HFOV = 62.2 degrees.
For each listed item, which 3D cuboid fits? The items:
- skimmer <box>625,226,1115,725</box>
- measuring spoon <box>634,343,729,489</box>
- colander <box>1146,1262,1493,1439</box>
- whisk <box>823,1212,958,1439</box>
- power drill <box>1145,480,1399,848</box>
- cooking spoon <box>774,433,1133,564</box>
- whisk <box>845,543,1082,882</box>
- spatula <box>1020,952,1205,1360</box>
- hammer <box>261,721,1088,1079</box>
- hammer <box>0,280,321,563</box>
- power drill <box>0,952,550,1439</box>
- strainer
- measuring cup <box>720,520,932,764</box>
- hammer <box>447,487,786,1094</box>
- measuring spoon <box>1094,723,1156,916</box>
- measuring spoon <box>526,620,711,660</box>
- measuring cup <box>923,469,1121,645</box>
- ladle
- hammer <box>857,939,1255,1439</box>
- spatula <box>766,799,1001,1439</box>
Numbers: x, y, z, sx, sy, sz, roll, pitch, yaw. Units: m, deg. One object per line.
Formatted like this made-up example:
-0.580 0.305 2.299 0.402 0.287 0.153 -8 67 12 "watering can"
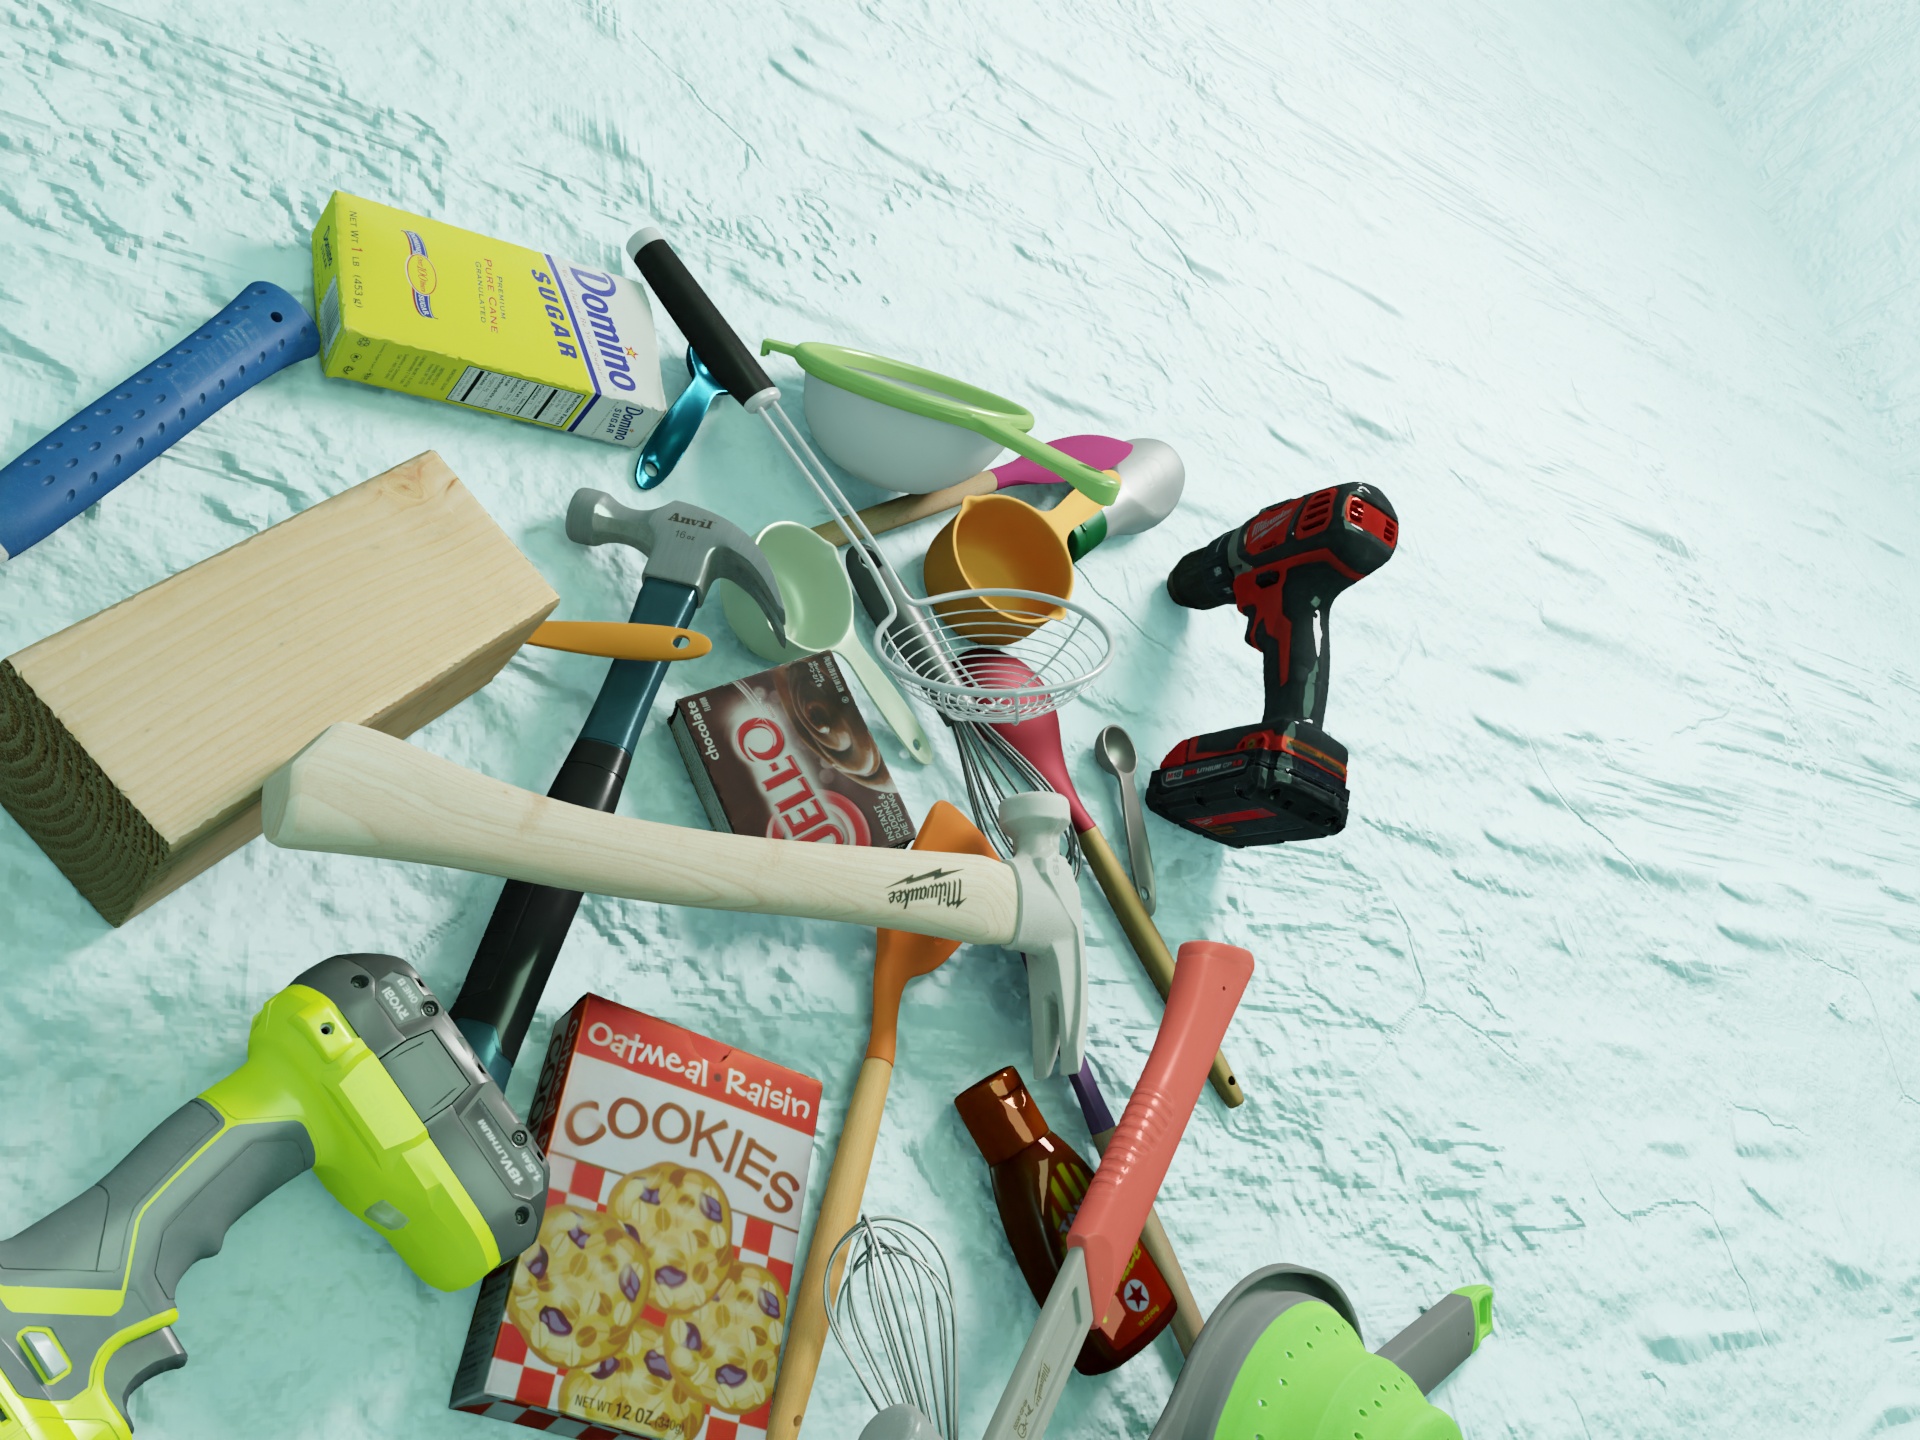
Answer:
-0.060 -0.144 0.862 0.127 0.090 0.363 -30 80 -43 "skimmer"
-0.161 -0.177 0.921 0.042 0.021 0.129 38 54 -22 "measuring spoon"
0.227 0.366 0.805 0.397 0.094 0.204 -2 92 -51 "colander"
-0.008 0.336 0.690 0.058 0.059 0.246 -14 82 -13 "whisk"
0.188 -0.036 1.037 0.080 0.188 0.227 24 69 -27 "power drill"
0.001 -0.147 1.016 0.319 0.069 0.017 -26 125 -41 "cooking spoon"
-0.002 -0.002 0.919 0.055 0.055 0.239 -22 76 -46 "whisk"
0.087 0.243 0.849 0.059 0.018 0.316 53 14 -80 "spatula"
-0.095 0.076 0.703 0.410 0.038 0.146 14 64 -40 "hammer"
-0.402 -0.071 0.630 0.144 0.035 0.406 41 45 -13 "hammer"
-0.261 0.203 0.549 0.228 0.080 0.190 -34 88 -44 "power drill"
-0.004 -0.153 0.931 0.151 0.069 0.257 2 24 -42 "strainer"
-0.074 -0.034 0.894 0.167 0.038 0.083 54 40 -22 "measuring cup"
-0.173 0.026 0.743 0.128 0.033 0.331 13 56 4 "hammer"
0.102 0.063 0.992 0.034 0.018 0.124 11 64 -47 "measuring spoon"
-0.177 -0.042 0.761 0.117 0.011 0.021 5 55 0 "measuring spoon"
0.044 -0.110 1.011 0.095 0.052 0.174 51 49 -2 "measuring cup"
0.086 0.090 0.951 0.069 0.031 0.315 -25 83 -40 "ladle"
0.077 0.244 0.760 0.149 0.037 0.359 56 42 -19 "hammer"
-0.038 0.188 0.771 0.080 0.041 0.323 52 39 -38 "spatula"
